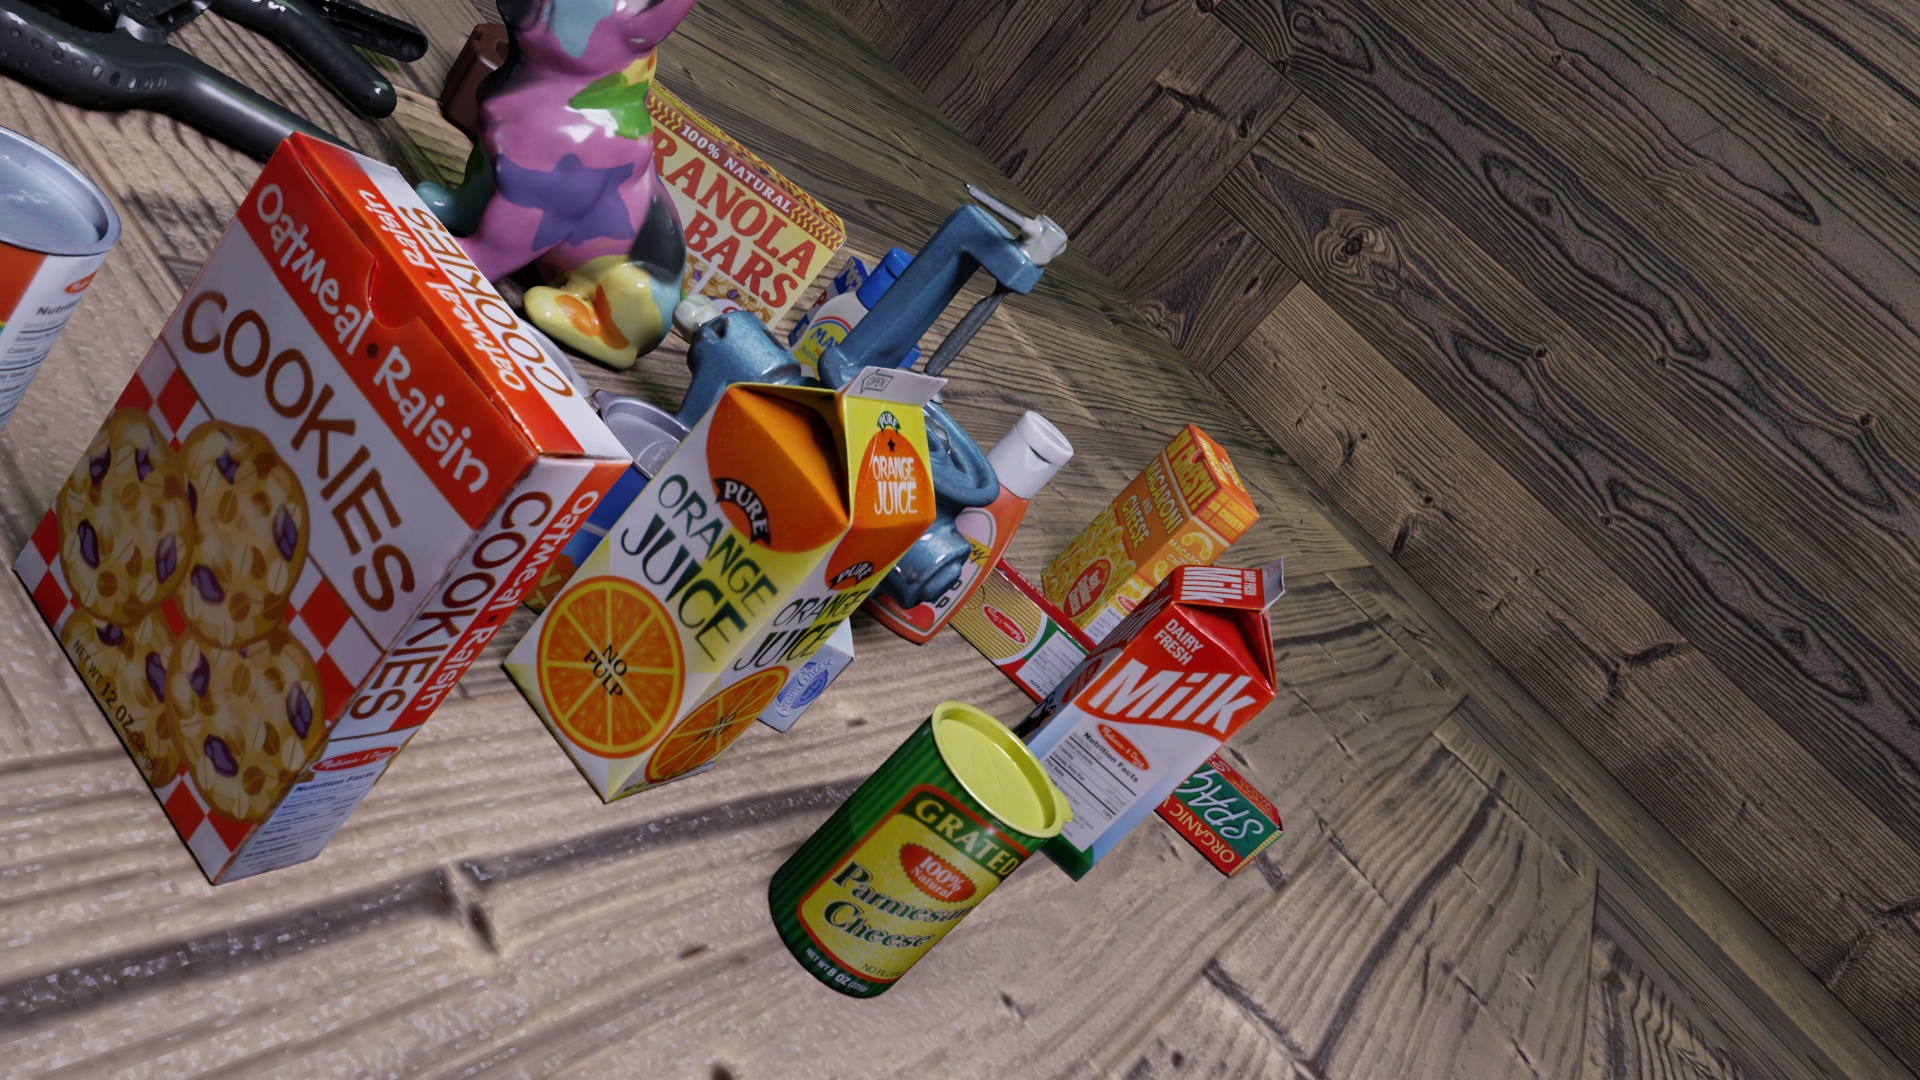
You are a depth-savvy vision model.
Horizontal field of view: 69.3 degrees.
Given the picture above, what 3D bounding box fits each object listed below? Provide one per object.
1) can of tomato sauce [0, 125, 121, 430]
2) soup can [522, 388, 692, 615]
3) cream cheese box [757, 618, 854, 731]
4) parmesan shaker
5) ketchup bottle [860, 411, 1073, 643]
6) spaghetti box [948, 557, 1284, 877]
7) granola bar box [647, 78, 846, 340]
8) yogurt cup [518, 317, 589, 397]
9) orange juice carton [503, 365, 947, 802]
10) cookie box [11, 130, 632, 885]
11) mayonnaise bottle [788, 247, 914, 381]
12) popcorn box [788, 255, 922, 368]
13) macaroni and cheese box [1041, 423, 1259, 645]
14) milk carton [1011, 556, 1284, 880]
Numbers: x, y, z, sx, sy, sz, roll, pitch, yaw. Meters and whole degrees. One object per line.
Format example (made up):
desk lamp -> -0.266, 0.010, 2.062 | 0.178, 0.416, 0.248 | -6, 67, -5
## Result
can of tomato sauce -> -0.311, -0.080, 0.423 | 0.071, 0.083, 0.071 | 38, 19, -15
soup can -> -0.151, -0.012, 0.597 | 0.071, 0.083, 0.071 | 38, 19, -15
cream cheese box -> -0.080, 0.040, 0.674 | 0.024, 0.053, 0.104 | 34, 20, -26
parmesan shaker -> -0.016, 0.123, 0.543 | 0.071, 0.103, 0.071 | 38, 19, -15
ketchup bottle -> 0.003, -0.010, 0.804 | 0.064, 0.148, 0.044 | 38, 19, -16
spaghetti box -> 0.097, 0.112, 0.881 | 0.250, 0.050, 0.029 | 42, 18, -1
granola bar box -> -0.178, -0.206, 0.910 | 0.165, 0.124, 0.039 | 34, 20, -25
yogurt cup -> -0.217, -0.068, 0.635 | 0.072, 0.053, 0.073 | 38, 19, -15
orange juice carton -> -0.080, 0.006, 0.530 | 0.073, 0.192, 0.072 | 48, 19, 16
cookie box -> -0.184, -0.007, 0.387 | 0.123, 0.167, 0.040 | 48, 19, 16
mayonnaise bottle -> -0.076, -0.121, 0.889 | 0.065, 0.147, 0.041 | 48, 19, 16
popcorn box -> -0.081, -0.147, 1.037 | 0.038, 0.085, 0.127 | 31, 22, -33
macaroni and cheese box -> 0.131, 0.005, 1.002 | 0.040, 0.166, 0.124 | 37, 19, -18
milk carton -> 0.103, 0.082, 0.736 | 0.073, 0.190, 0.072 | 42, 18, -2
